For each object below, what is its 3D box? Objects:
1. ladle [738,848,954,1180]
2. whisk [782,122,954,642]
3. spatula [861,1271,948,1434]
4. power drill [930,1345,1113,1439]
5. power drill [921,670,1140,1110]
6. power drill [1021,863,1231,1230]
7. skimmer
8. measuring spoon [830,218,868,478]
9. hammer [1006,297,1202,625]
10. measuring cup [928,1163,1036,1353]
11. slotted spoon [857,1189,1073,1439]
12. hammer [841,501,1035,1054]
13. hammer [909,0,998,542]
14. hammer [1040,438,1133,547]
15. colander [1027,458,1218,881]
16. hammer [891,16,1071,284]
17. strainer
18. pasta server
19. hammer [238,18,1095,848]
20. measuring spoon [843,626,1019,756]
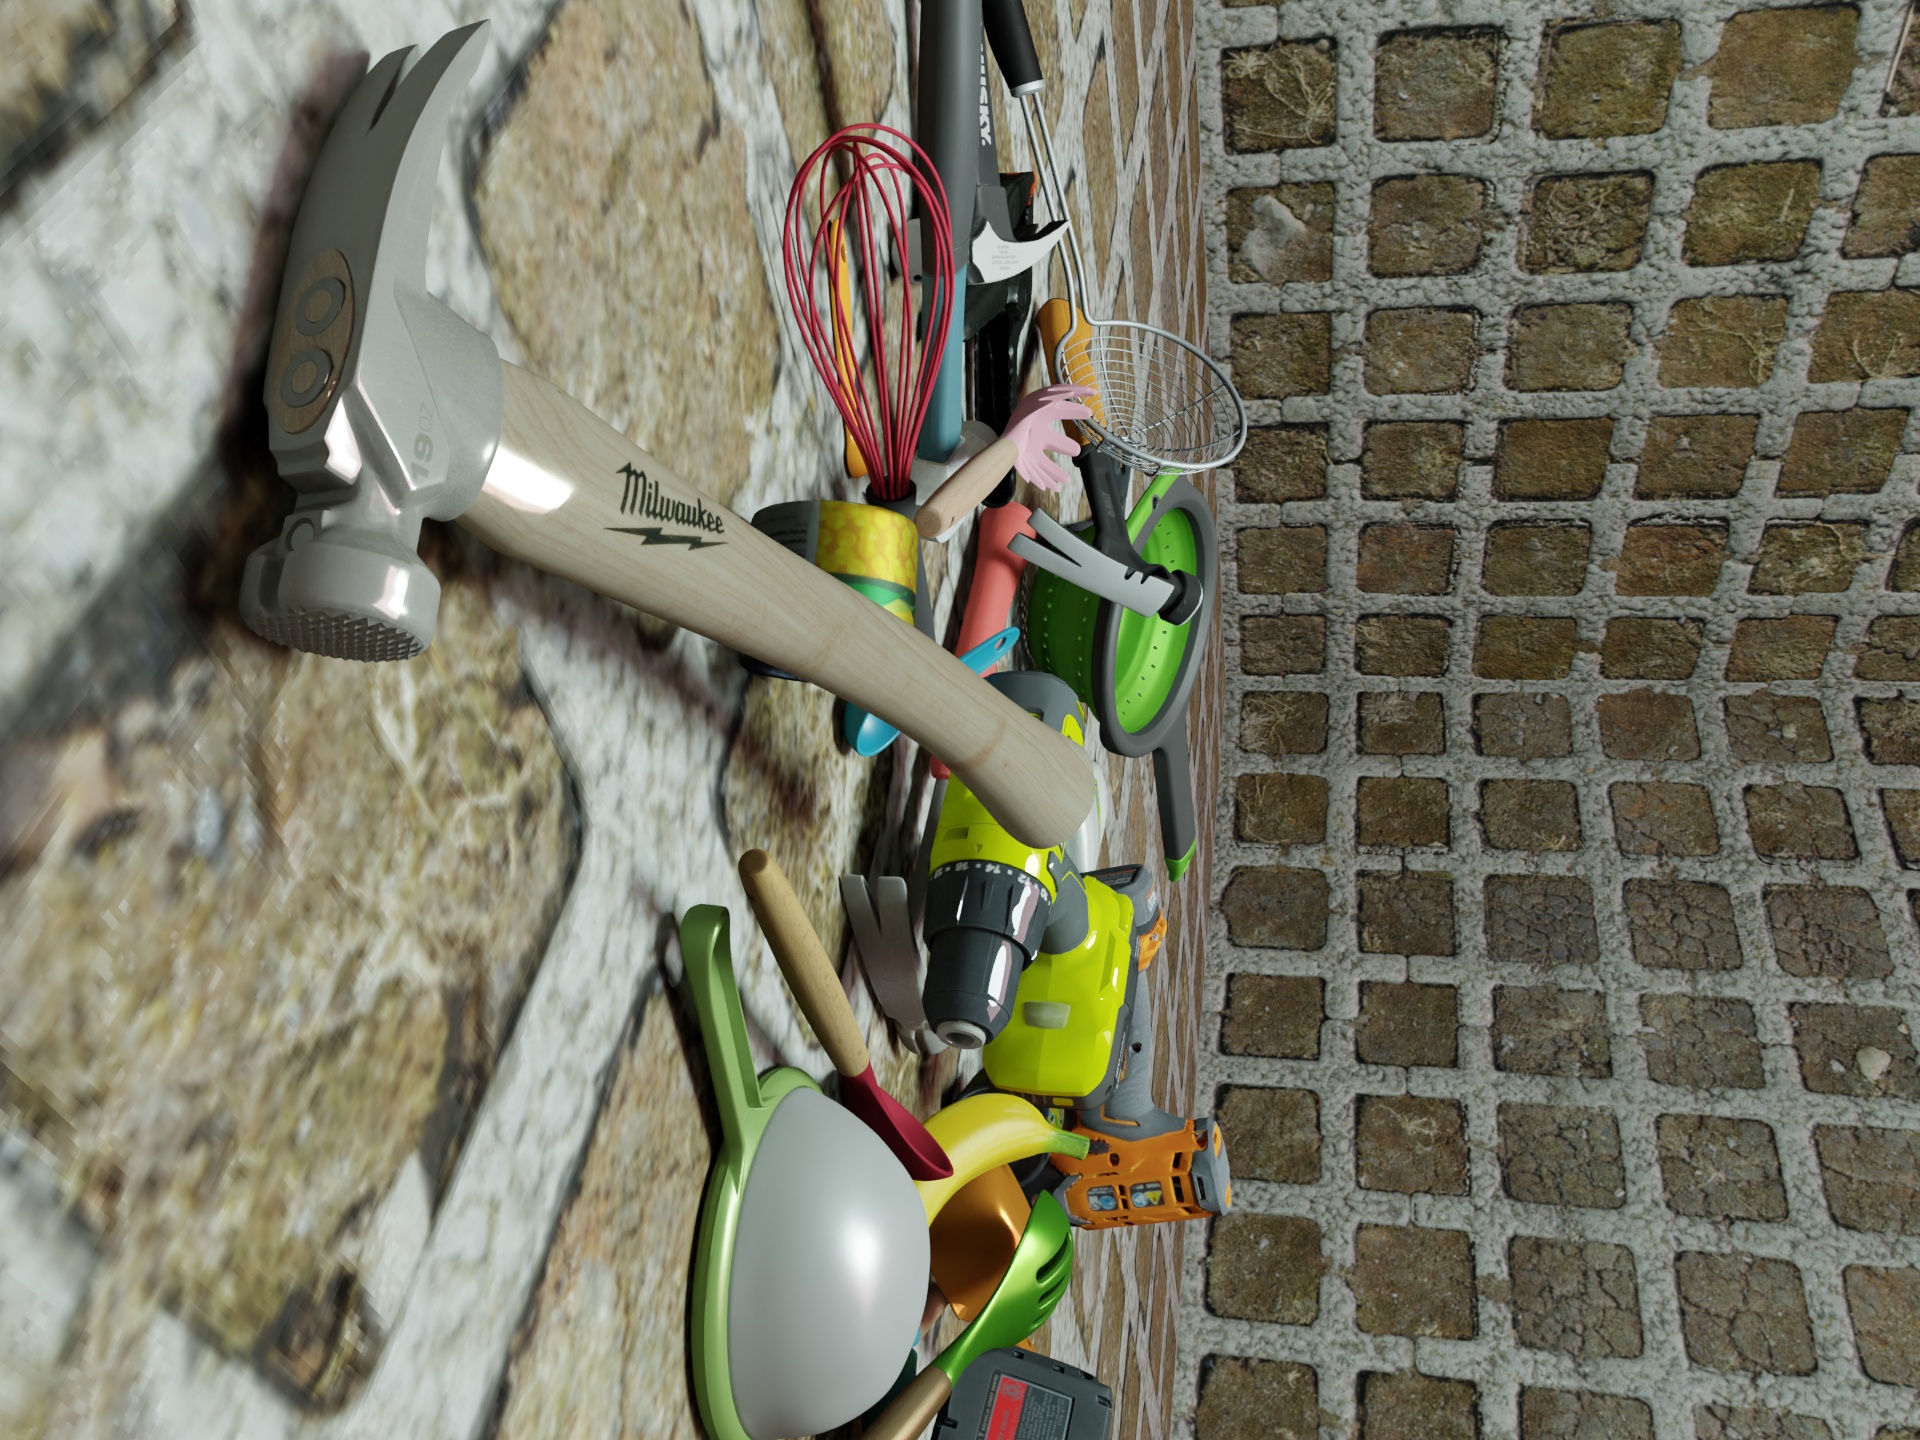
[{"bbox_3d":[-0.047,0.128,0.640,0.031,0.069,0.315,-41,151,-16],"label":"ladle"},{"bbox_3d":[-0.033,-0.119,0.709,0.073,0.073,0.295,-75,166,-47],"label":"whisk"},{"bbox_3d":[-0.012,0.324,0.855,0.317,0.044,0.082,9,87,-78],"label":"spatula"},{"bbox_3d":[-0.001,0.431,0.759,0.188,0.080,0.226,-65,171,-56],"label":"power drill"},{"bbox_3d":[0.035,0.112,0.825,0.228,0.080,0.191,70,27,-51],"label":"power drill"},{"bbox_3d":[0.073,0.219,1.025,0.084,0.164,0.226,-32,110,-75],"label":"power drill"},{"bbox_3d":[0.077,-0.320,0.940,0.127,0.090,0.363,-29,109,-37],"label":"skimmer"},{"bbox_3d":[-0.049,-0.169,0.728,0.021,0.011,0.116,-58,146,-66],"label":"measuring spoon"},{"bbox_3d":[0.079,-0.198,1.083,0.034,0.127,0.337,-52,-152,34],"label":"hammer"},{"bbox_3d":[0.026,0.295,0.868,0.173,0.052,0.095,59,4,-36],"label":"measuring cup"},{"bbox_3d":[-0.023,0.293,0.663,0.314,0.031,0.070,-28,127,-56],"label":"slotted spoon"},{"bbox_3d":[-0.001,-0.003,0.896,0.149,0.037,0.359,77,19,-47],"label":"hammer"},{"bbox_3d":[-0.007,-0.225,0.735,0.128,0.033,0.330,-63,162,-45],"label":"hammer"},{"bbox_3d":[0.121,-0.171,1.420,0.409,0.036,0.149,-41,130,-73],"label":"hammer"},{"bbox_3d":[0.126,-0.021,1.242,0.205,0.094,0.396,-54,146,-37],"label":"colander"},{"bbox_3d":[0.000,-0.399,0.826,0.146,0.035,0.334,-25,114,-57],"label":"hammer"},{"bbox_3d":[-0.053,0.172,0.603,0.152,0.069,0.256,-71,159,-54],"label":"strainer"},{"bbox_3d":[0.024,-0.124,0.772,0.316,0.040,0.060,-58,166,-69],"label":"pasta server"},{"bbox_3d":[-0.044,-0.037,0.507,0.410,0.038,0.146,31,59,-60],"label":"hammer"},{"bbox_3d":[-0.015,-0.023,0.771,0.128,0.021,0.042,-34,150,-44],"label":"measuring spoon"}]
